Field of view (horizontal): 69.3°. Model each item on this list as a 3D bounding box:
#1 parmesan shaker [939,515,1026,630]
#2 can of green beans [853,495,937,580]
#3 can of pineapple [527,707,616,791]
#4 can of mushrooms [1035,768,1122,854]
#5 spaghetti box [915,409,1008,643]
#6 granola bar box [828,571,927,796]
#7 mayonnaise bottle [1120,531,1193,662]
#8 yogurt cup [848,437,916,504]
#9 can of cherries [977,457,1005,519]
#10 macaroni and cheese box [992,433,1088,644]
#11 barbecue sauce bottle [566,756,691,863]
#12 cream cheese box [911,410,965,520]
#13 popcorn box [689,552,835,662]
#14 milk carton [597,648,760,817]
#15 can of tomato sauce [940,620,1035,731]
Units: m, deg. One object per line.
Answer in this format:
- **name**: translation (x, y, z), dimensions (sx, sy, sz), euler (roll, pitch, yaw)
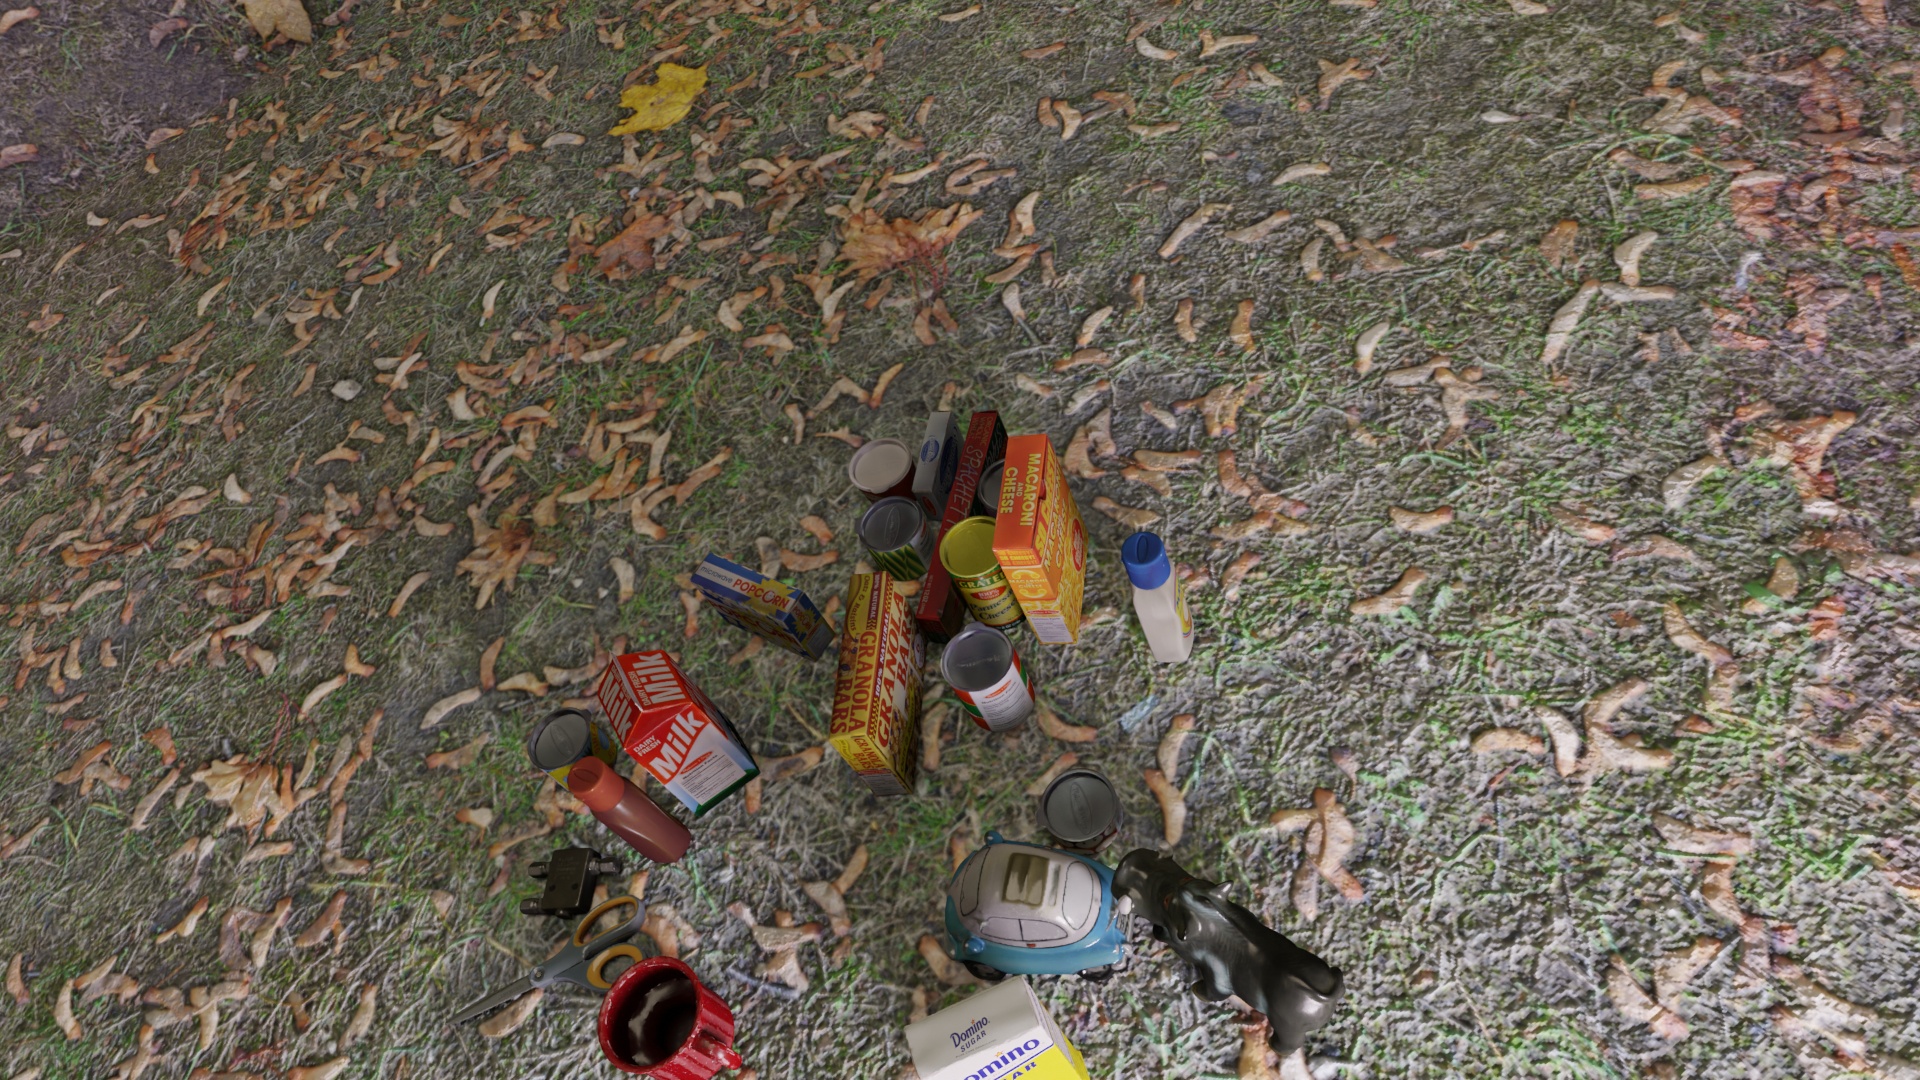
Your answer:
- **parmesan shaker**: translation (0.029, 0.031, 1.298), dimensions (0.071, 0.102, 0.071), euler (-10, 54, 14)
- **can of green beans**: translation (-0.061, -0.002, 1.382), dimensions (0.071, 0.057, 0.071), euler (-10, 54, 14)
- **can of pineapple**: translation (-0.375, 0.204, 1.351), dimensions (0.071, 0.057, 0.071), euler (-10, 54, 14)
- **can of mushrooms**: translation (0.101, 0.230, 1.177), dimensions (0.071, 0.033, 0.071), euler (-10, 54, 14)
- **spaghetti box**: translation (0.005, -0.017, 1.374), dimensions (0.028, 0.050, 0.251), euler (2, 57, 21)
- **granola bar box**: translation (-0.070, 0.129, 1.252), dimensions (0.039, 0.123, 0.166), euler (-6, 55, 16)
- **mayonnaise bottle**: translation (0.172, 0.047, 1.207), dimensions (0.041, 0.147, 0.065), euler (-4, 56, 17)
- **yogurt cup**: translation (-0.075, -0.065, 1.434), dimensions (0.072, 0.053, 0.073), euler (-10, 54, 14)
- **can of cherries**: translation (0.058, -0.039, 1.365), dimensions (0.071, 0.058, 0.072), euler (-10, 54, 14)
- **macaroni and cheese box**: translation (0.076, 0.001, 1.262), dimensions (0.040, 0.165, 0.124), euler (-3, 56, 18)
- **barbecue sauce bottle**: translation (-0.299, 0.240, 1.241), dimensions (0.065, 0.148, 0.044), euler (16, 63, 28)
- **cream cheese box**: translation (-0.022, -0.077, 1.424), dimensions (0.024, 0.053, 0.104), euler (0, 57, 20)
- **popcorn box**: translation (-0.195, 0.065, 1.366), dimensions (0.127, 0.085, 0.038), euler (20, 66, 30)
- **milk carton**: translation (-0.261, 0.167, 1.252), dimensions (0.073, 0.189, 0.072), euler (-35, 52, -6)
- **can of tomato sauce**: translation (0.025, 0.123, 1.248), dimensions (0.071, 0.082, 0.071), euler (-10, 54, 14)
